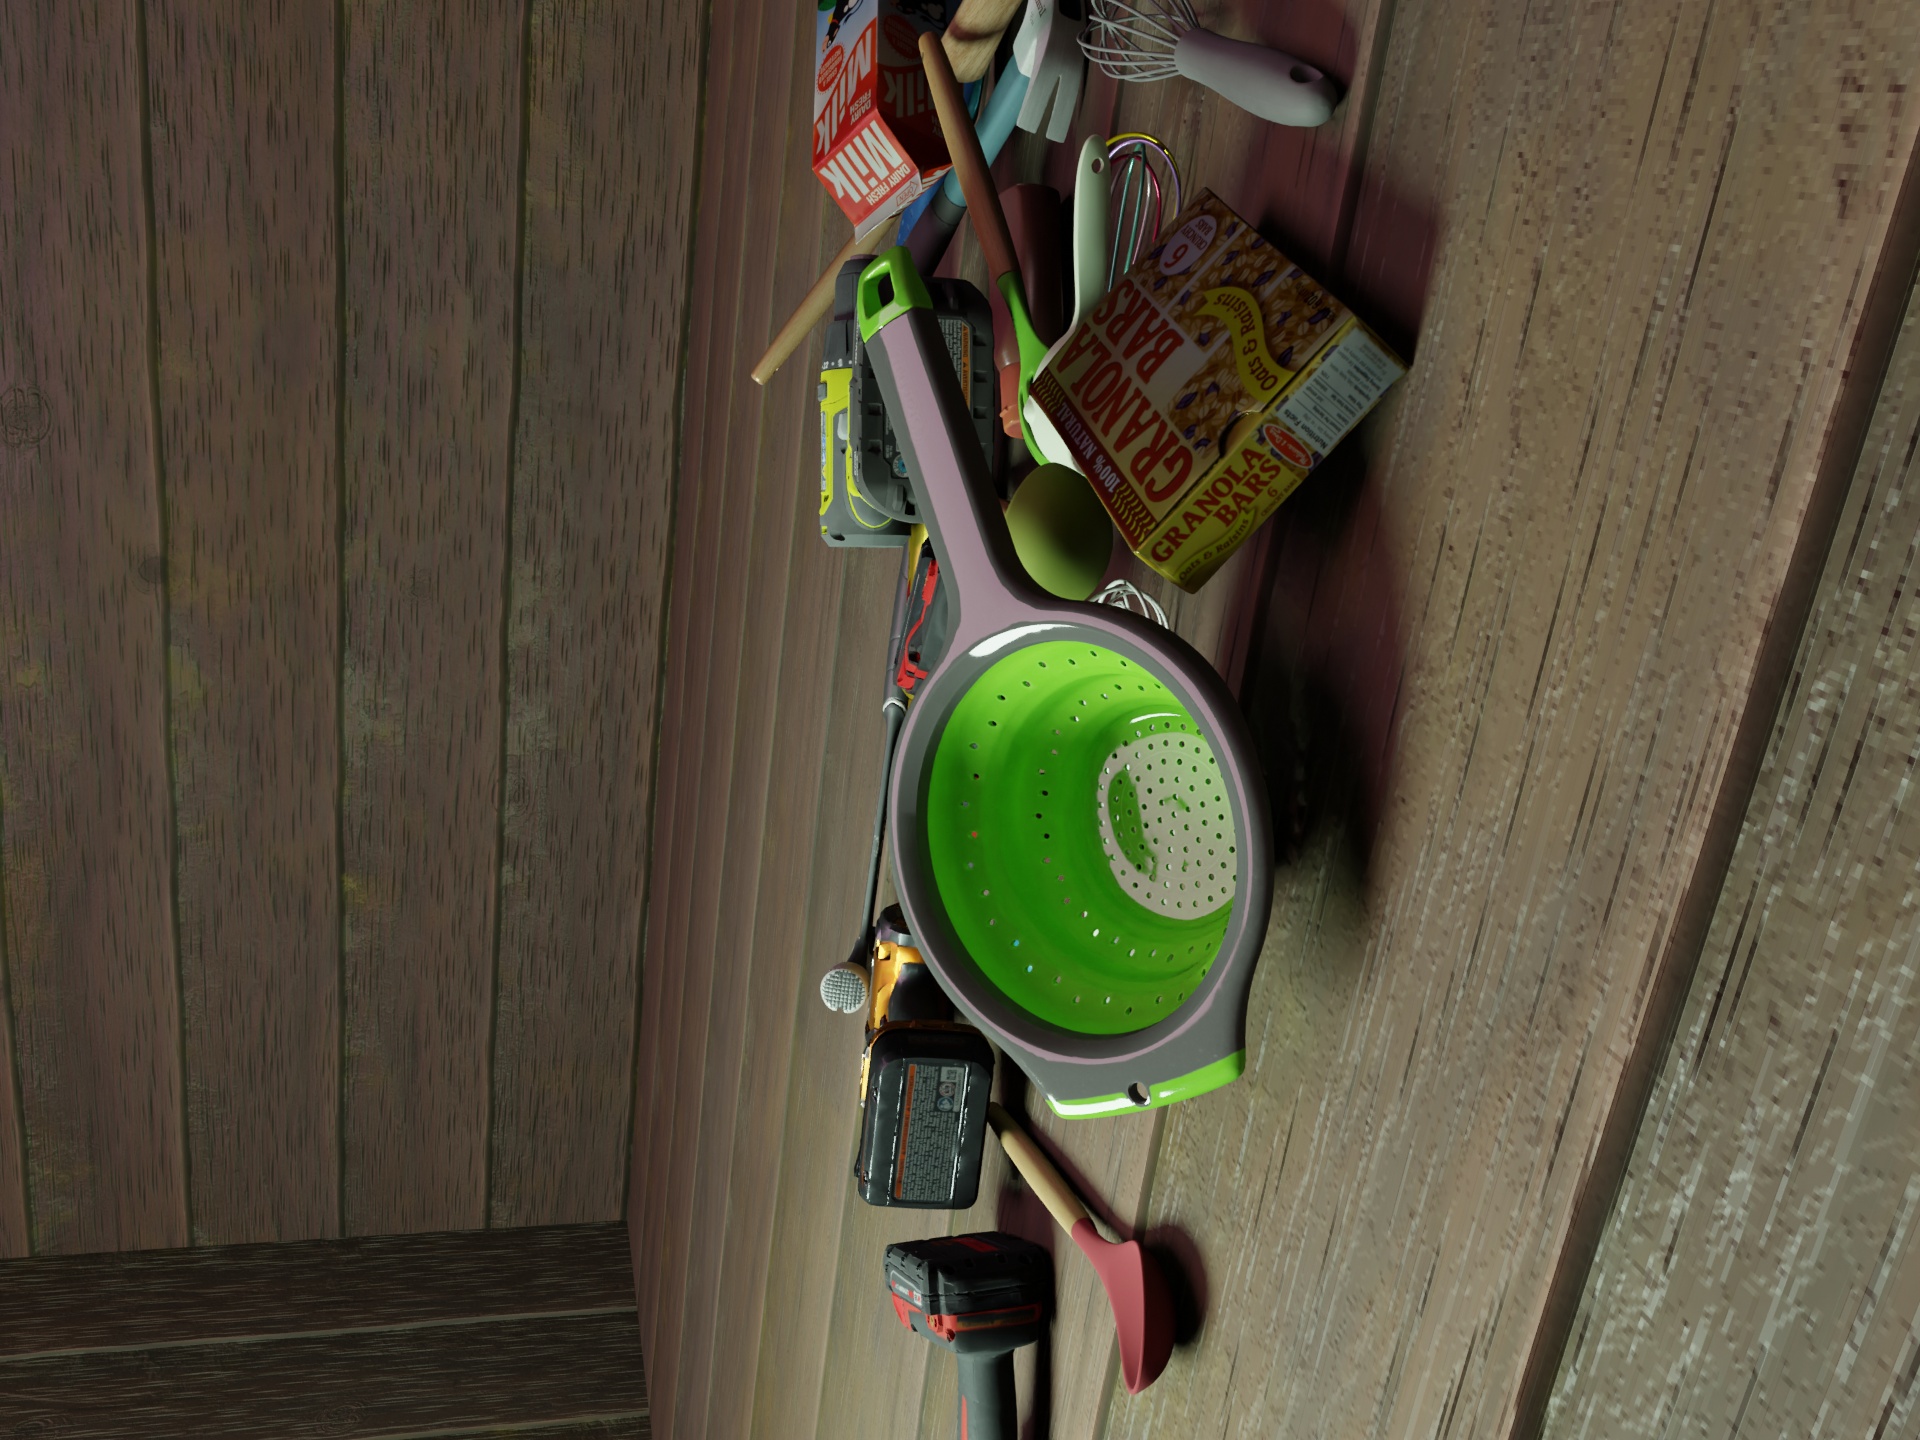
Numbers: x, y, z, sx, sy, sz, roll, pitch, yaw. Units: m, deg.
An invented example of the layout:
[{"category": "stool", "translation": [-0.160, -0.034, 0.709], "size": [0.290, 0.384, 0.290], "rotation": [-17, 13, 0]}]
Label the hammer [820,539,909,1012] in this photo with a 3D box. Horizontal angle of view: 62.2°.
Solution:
[{"category": "hammer", "translation": [-0.050, 0.011, 1.231], "size": [0.149, 0.036, 0.409], "rotation": [-32, -49, -81]}]

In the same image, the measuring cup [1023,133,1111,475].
[{"category": "measuring cup", "translation": [0.075, -0.201, 0.789], "size": [0.038, 0.083, 0.167], "rotation": [31, 129, 51]}]

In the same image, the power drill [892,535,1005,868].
[{"category": "power drill", "translation": [-0.002, -0.003, 0.950], "size": [0.220, 0.078, 0.143], "rotation": [-86, 9, -54]}]

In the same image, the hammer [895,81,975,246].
[{"category": "hammer", "translation": [-0.047, -0.354, 1.301], "size": [0.405, 0.035, 0.144], "rotation": [112, 154, -49]}]

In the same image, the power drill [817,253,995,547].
[{"category": "power drill", "translation": [-0.044, -0.203, 0.981], "size": [0.228, 0.080, 0.190], "rotation": [-157, 67, -75]}]

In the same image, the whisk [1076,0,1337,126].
[{"category": "whisk", "translation": [0.115, -0.316, 0.754], "size": [0.239, 0.055, 0.055], "rotation": [-121, 36, -53]}]

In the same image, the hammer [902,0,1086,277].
[{"category": "hammer", "translation": [-0.009, -0.345, 1.070], "size": [0.331, 0.033, 0.128], "rotation": [-51, 38, 44]}]

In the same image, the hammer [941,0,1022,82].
[{"category": "hammer", "translation": [0.046, -0.433, 0.844], "size": [0.331, 0.130, 0.031], "rotation": [155, 115, -73]}]

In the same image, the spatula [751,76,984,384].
[{"category": "spatula", "translation": [-0.055, -0.371, 1.118], "size": [0.317, 0.044, 0.082], "rotation": [-51, 8, 8]}]

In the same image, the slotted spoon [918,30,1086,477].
[{"category": "slotted spoon", "translation": [0.020, -0.269, 0.902], "size": [0.070, 0.031, 0.314], "rotation": [113, 144, -64]}]

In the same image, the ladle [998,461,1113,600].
[{"category": "ladle", "translation": [0.028, -0.114, 0.909], "size": [0.320, 0.062, 0.078], "rotation": [-124, 45, -76]}]

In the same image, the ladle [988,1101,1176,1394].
[{"category": "ladle", "translation": [0.060, 0.279, 0.903], "size": [0.315, 0.031, 0.069], "rotation": [-151, 67, -73]}]

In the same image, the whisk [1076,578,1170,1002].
[{"category": "whisk", "translation": [0.080, 0.049, 0.829], "size": [0.059, 0.057, 0.246], "rotation": [-153, 61, -61]}]

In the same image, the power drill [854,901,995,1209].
[{"category": "power drill", "translation": [-0.033, 0.250, 1.098], "size": [0.226, 0.084, 0.185], "rotation": [-109, 25, -73]}]

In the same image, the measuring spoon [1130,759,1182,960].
[{"category": "measuring spoon", "translation": [0.099, 0.076, 0.805], "size": [0.034, 0.018, 0.124], "rotation": [-157, 70, -72]}]

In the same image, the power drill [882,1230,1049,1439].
[{"category": "power drill", "translation": [0.003, 0.443, 0.996], "size": [0.188, 0.080, 0.227], "rotation": [146, 121, -70]}]

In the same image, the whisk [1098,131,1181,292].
[{"category": "whisk", "translation": [0.074, -0.200, 0.875], "size": [0.051, 0.047, 0.244], "rotation": [-112, 26, -51]}]

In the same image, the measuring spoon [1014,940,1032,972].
[{"category": "measuring spoon", "translation": [0.032, 0.121, 1.014], "size": [0.129, 0.021, 0.042], "rotation": [-127, 42, -62]}]

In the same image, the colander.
[{"category": "colander", "translation": [0.046, -0.029, 0.722], "size": [0.204, 0.094, 0.397], "rotation": [-26, 78, 40]}]
